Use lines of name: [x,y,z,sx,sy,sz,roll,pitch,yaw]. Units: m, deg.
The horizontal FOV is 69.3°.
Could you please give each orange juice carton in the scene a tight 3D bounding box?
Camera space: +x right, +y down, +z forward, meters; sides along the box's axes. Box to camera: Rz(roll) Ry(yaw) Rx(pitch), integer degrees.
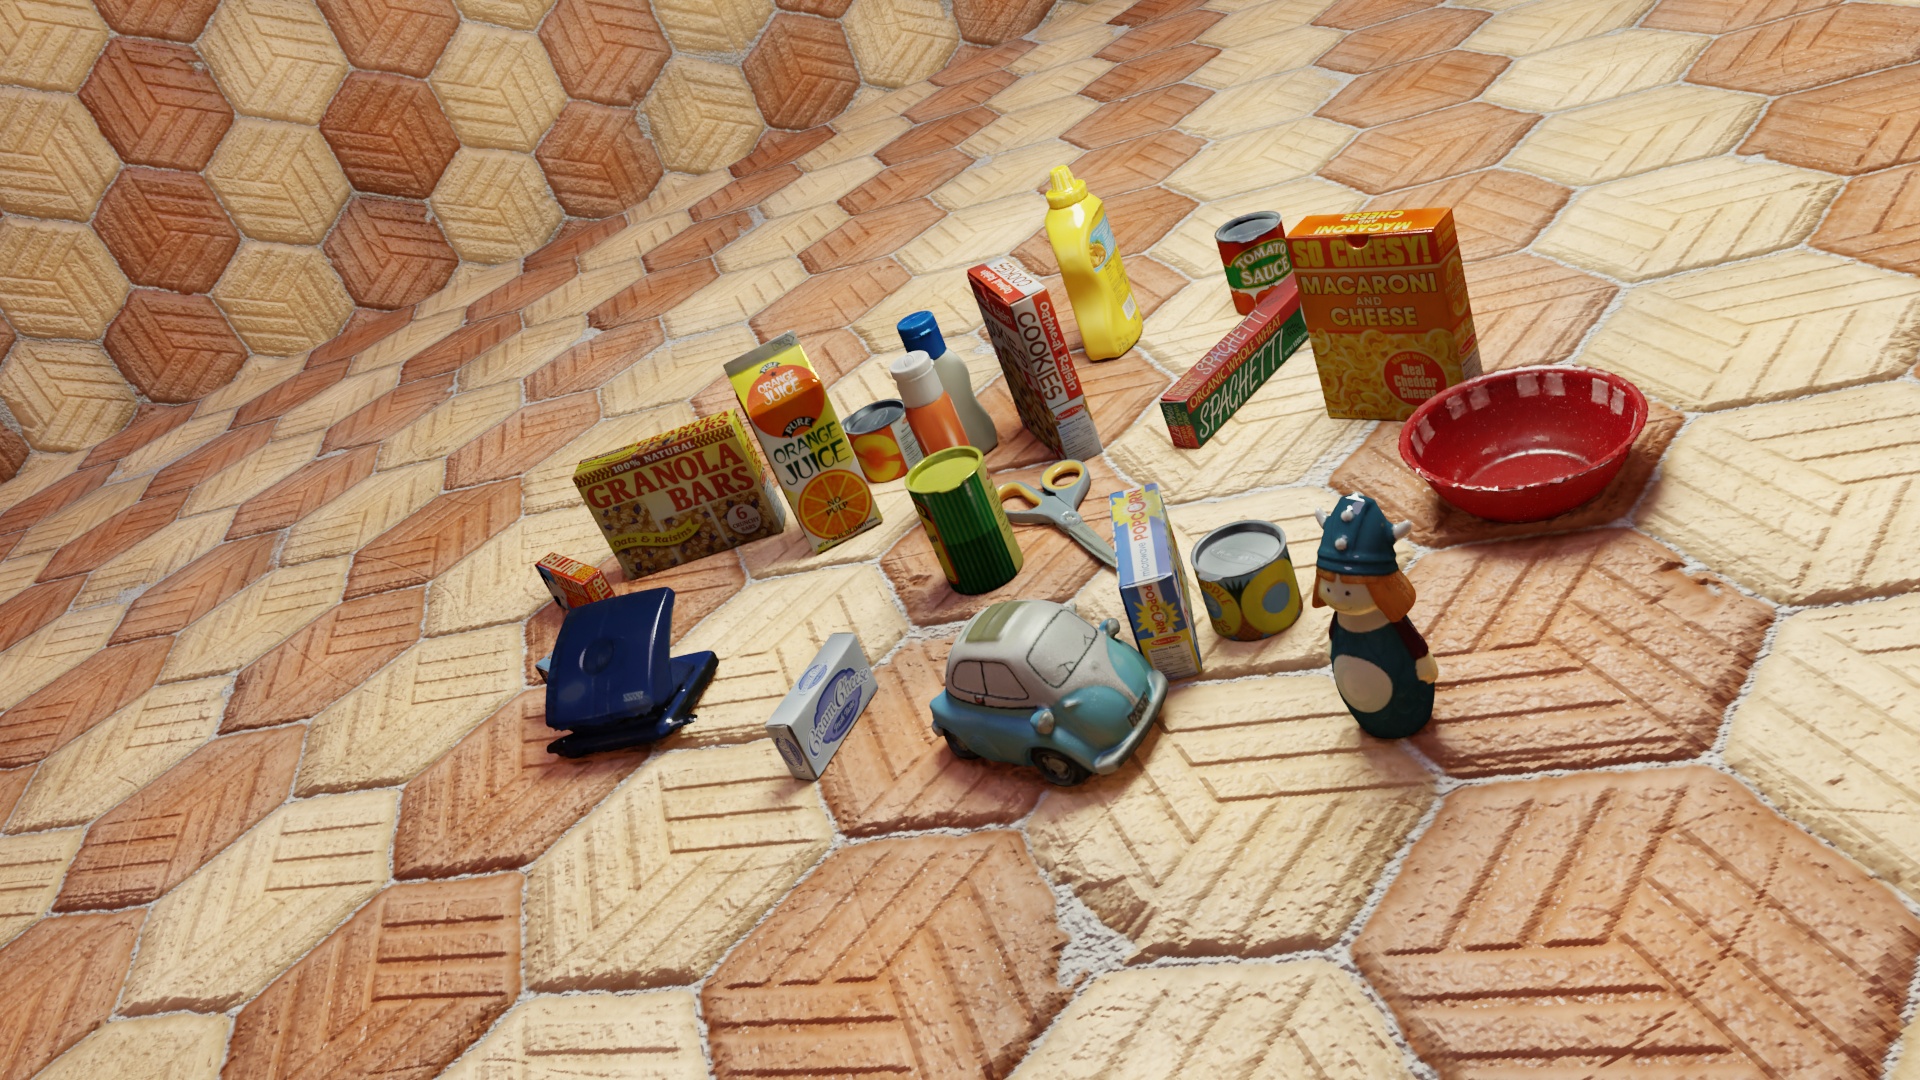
orange juice carton: [-0.144,-0.092,1.256,0.072,0.192,0.073,-27,29,-8]

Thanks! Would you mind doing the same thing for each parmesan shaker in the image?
parmesan shaker: [0.004,-0.014,1.113,0.071,0.102,0.071,-17,29,10]

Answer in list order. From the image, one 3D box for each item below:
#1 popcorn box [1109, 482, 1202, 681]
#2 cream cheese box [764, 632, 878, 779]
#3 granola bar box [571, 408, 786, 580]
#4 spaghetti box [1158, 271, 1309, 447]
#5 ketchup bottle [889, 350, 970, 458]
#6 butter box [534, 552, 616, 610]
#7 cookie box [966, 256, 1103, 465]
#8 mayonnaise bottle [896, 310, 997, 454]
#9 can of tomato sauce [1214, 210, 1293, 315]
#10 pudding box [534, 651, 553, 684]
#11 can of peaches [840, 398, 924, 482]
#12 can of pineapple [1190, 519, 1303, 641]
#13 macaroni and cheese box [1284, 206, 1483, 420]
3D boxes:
popcorn box: [0.135,0.028,0.969,0.038,0.085,0.127,-16,29,12]
cream cheese box: [-0.099,0.119,1.011,0.024,0.053,0.104,-3,34,32]
granola bar box: [-0.267,-0.043,1.332,0.165,0.123,0.039,-17,29,10]
spaghetti box: [0.262,-0.169,1.250,0.028,0.050,0.251,9,42,44]
ketchup bottle: [-0.018,-0.094,1.217,0.043,0.148,0.065,-21,28,3]
butter box: [-0.363,0.046,1.322,0.024,0.053,0.103,-40,33,-29]
cookie box: [0.065,-0.163,1.255,0.040,0.166,0.123,-26,29,-6]
mayonnaise bottle: [-0.017,-0.142,1.298,0.065,0.147,0.041,-29,29,-12]
can of tomato sauce: [0.293,-0.272,1.368,0.071,0.082,0.071,-17,29,10]
pudding box: [-0.317,0.103,1.195,0.030,0.049,0.084,10,42,45]
can of peaches: [-0.076,-0.097,1.358,0.071,0.057,0.071,-17,29,10]
can of pineapple: [0.195,0.028,0.954,0.071,0.057,0.071,-17,29,10]
macaroni and cheese box: [0.333,-0.173,1.085,0.123,0.165,0.040,7,40,43]
